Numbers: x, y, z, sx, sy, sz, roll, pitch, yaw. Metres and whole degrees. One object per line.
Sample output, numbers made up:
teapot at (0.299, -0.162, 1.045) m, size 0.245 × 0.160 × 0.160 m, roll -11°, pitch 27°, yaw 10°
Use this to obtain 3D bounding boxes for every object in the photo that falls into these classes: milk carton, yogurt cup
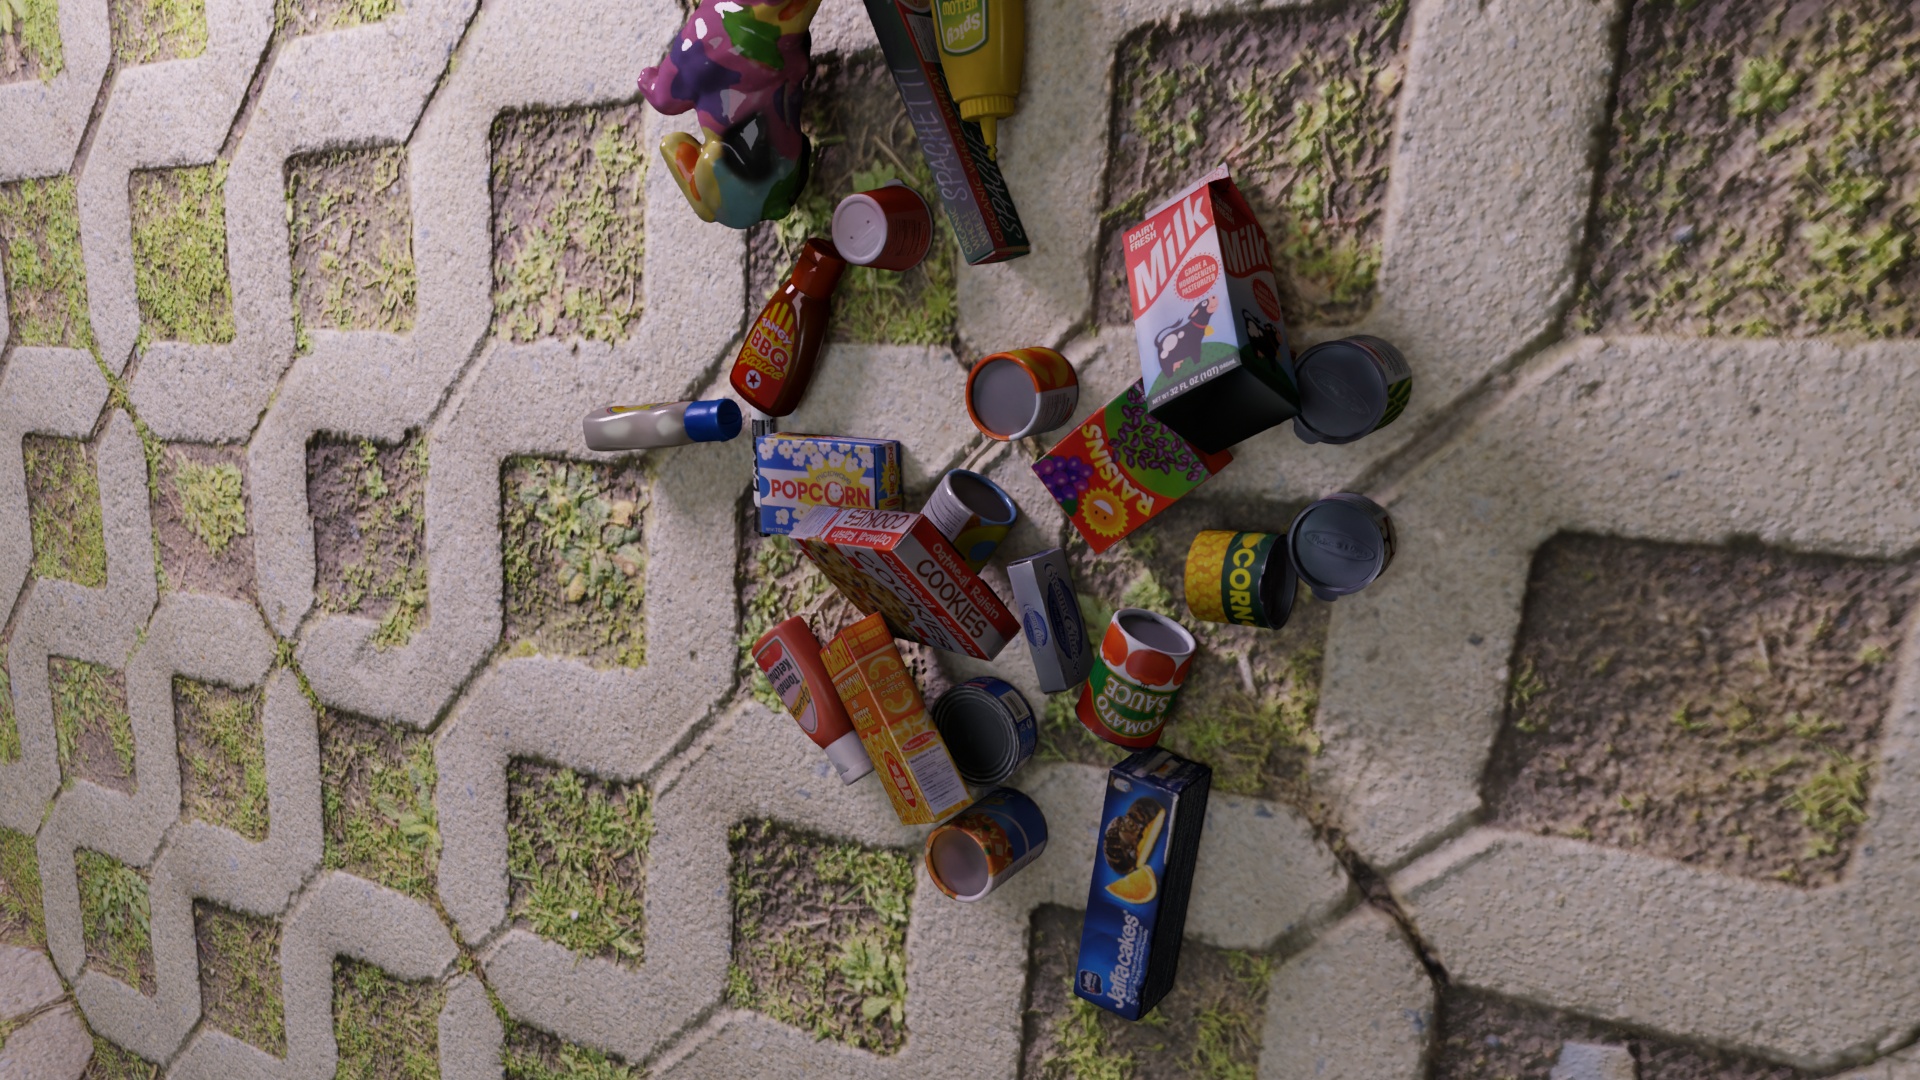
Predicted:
milk carton at (0.160, -0.161, 0.911) m, size 0.072 × 0.073 × 0.191 m, roll -27°, pitch 52°, yaw 34°
yogurt cup at (-0.063, -0.242, 1.078) m, size 0.072 × 0.054 × 0.072 m, roll 9°, pitch 107°, yaw 31°

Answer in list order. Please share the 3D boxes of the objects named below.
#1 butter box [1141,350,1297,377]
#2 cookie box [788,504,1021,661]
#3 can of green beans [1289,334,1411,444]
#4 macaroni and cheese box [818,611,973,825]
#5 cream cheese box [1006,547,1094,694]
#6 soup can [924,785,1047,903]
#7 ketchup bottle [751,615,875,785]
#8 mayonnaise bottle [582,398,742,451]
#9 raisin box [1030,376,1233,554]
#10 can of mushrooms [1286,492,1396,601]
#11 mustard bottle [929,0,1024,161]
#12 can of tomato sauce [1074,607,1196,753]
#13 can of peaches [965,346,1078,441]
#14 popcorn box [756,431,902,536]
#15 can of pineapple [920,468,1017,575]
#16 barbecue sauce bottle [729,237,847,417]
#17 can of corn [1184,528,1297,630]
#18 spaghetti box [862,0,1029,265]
butter box at (0.178, -0.116, 0.966) m, size 0.103 × 0.024 × 0.053 m, roll 18°, pitch 111°, yaw 29°
cookie box at (-0.045, 0.029, 1.064) m, size 0.122 × 0.040 × 0.167 m, roll 49°, pitch 159°, yaw -25°
can of green beans at (0.252, -0.099, 0.901) m, size 0.071 × 0.058 × 0.071 m, roll 8°, pitch 105°, yaw 31°
macaroni and cheese box at (-0.057, 0.149, 1.132) m, size 0.166 × 0.040 × 0.123 m, roll 63°, pitch 162°, yaw 5°
cream cheese box at (0.070, 0.060, 1.060) m, size 0.024 × 0.053 × 0.103 m, roll -14°, pitch 93°, yaw 33°
soup can at (0.019, 0.242, 1.116) m, size 0.071 × 0.084 × 0.071 m, roll 8°, pitch 105°, yaw 32°
ketchup bottle at (-0.123, 0.141, 1.211) m, size 0.149 × 0.044 × 0.064 m, roll 56°, pitch 136°, yaw 9°
mayonnaise bottle at (-0.263, -0.104, 1.238) m, size 0.148 × 0.065 × 0.041 m, roll -2°, pitch 103°, yaw 30°
raisin box at (0.120, -0.056, 0.992) m, size 0.086 × 0.040 × 0.123 m, roll 53°, pitch 133°, yaw 1°
can of mushrooms at (0.257, 0.004, 0.937) m, size 0.071 × 0.033 × 0.071 m, roll 8°, pitch 105°, yaw 31°
mustard bottle at (0.015, -0.356, 1.003) m, size 0.065 × 0.049 × 0.160 m, roll -1°, pitch 100°, yaw 35°
can of tomato sauce at (0.129, 0.102, 1.021) m, size 0.071 × 0.071 × 0.082 m, roll 30°, pitch 115°, yaw 24°
can of peaches at (0.044, -0.111, 1.035) m, size 0.071 × 0.058 × 0.071 m, roll 8°, pitch 106°, yaw 31°
popcorn box at (-0.109, -0.044, 1.163) m, size 0.126 × 0.038 × 0.085 m, roll 7°, pitch 106°, yaw 32°
can of pineapple at (0.004, -0.014, 1.081) m, size 0.071 × 0.071 × 0.057 m, roll 45°, pitch 121°, yaw 17°
barbecue sauce bottle at (-0.138, -0.178, 1.148) m, size 0.065 × 0.044 × 0.147 m, roll 41°, pitch 119°, yaw 20°
can of corn at (0.193, 0.026, 0.961) m, size 0.058 × 0.071 × 0.071 m, roll 5°, pitch 104°, yaw 33°
spaghetti box at (-0.016, -0.322, 1.031) m, size 0.028 × 0.050 × 0.250 m, roll -23°, pitch 88°, yaw 37°
